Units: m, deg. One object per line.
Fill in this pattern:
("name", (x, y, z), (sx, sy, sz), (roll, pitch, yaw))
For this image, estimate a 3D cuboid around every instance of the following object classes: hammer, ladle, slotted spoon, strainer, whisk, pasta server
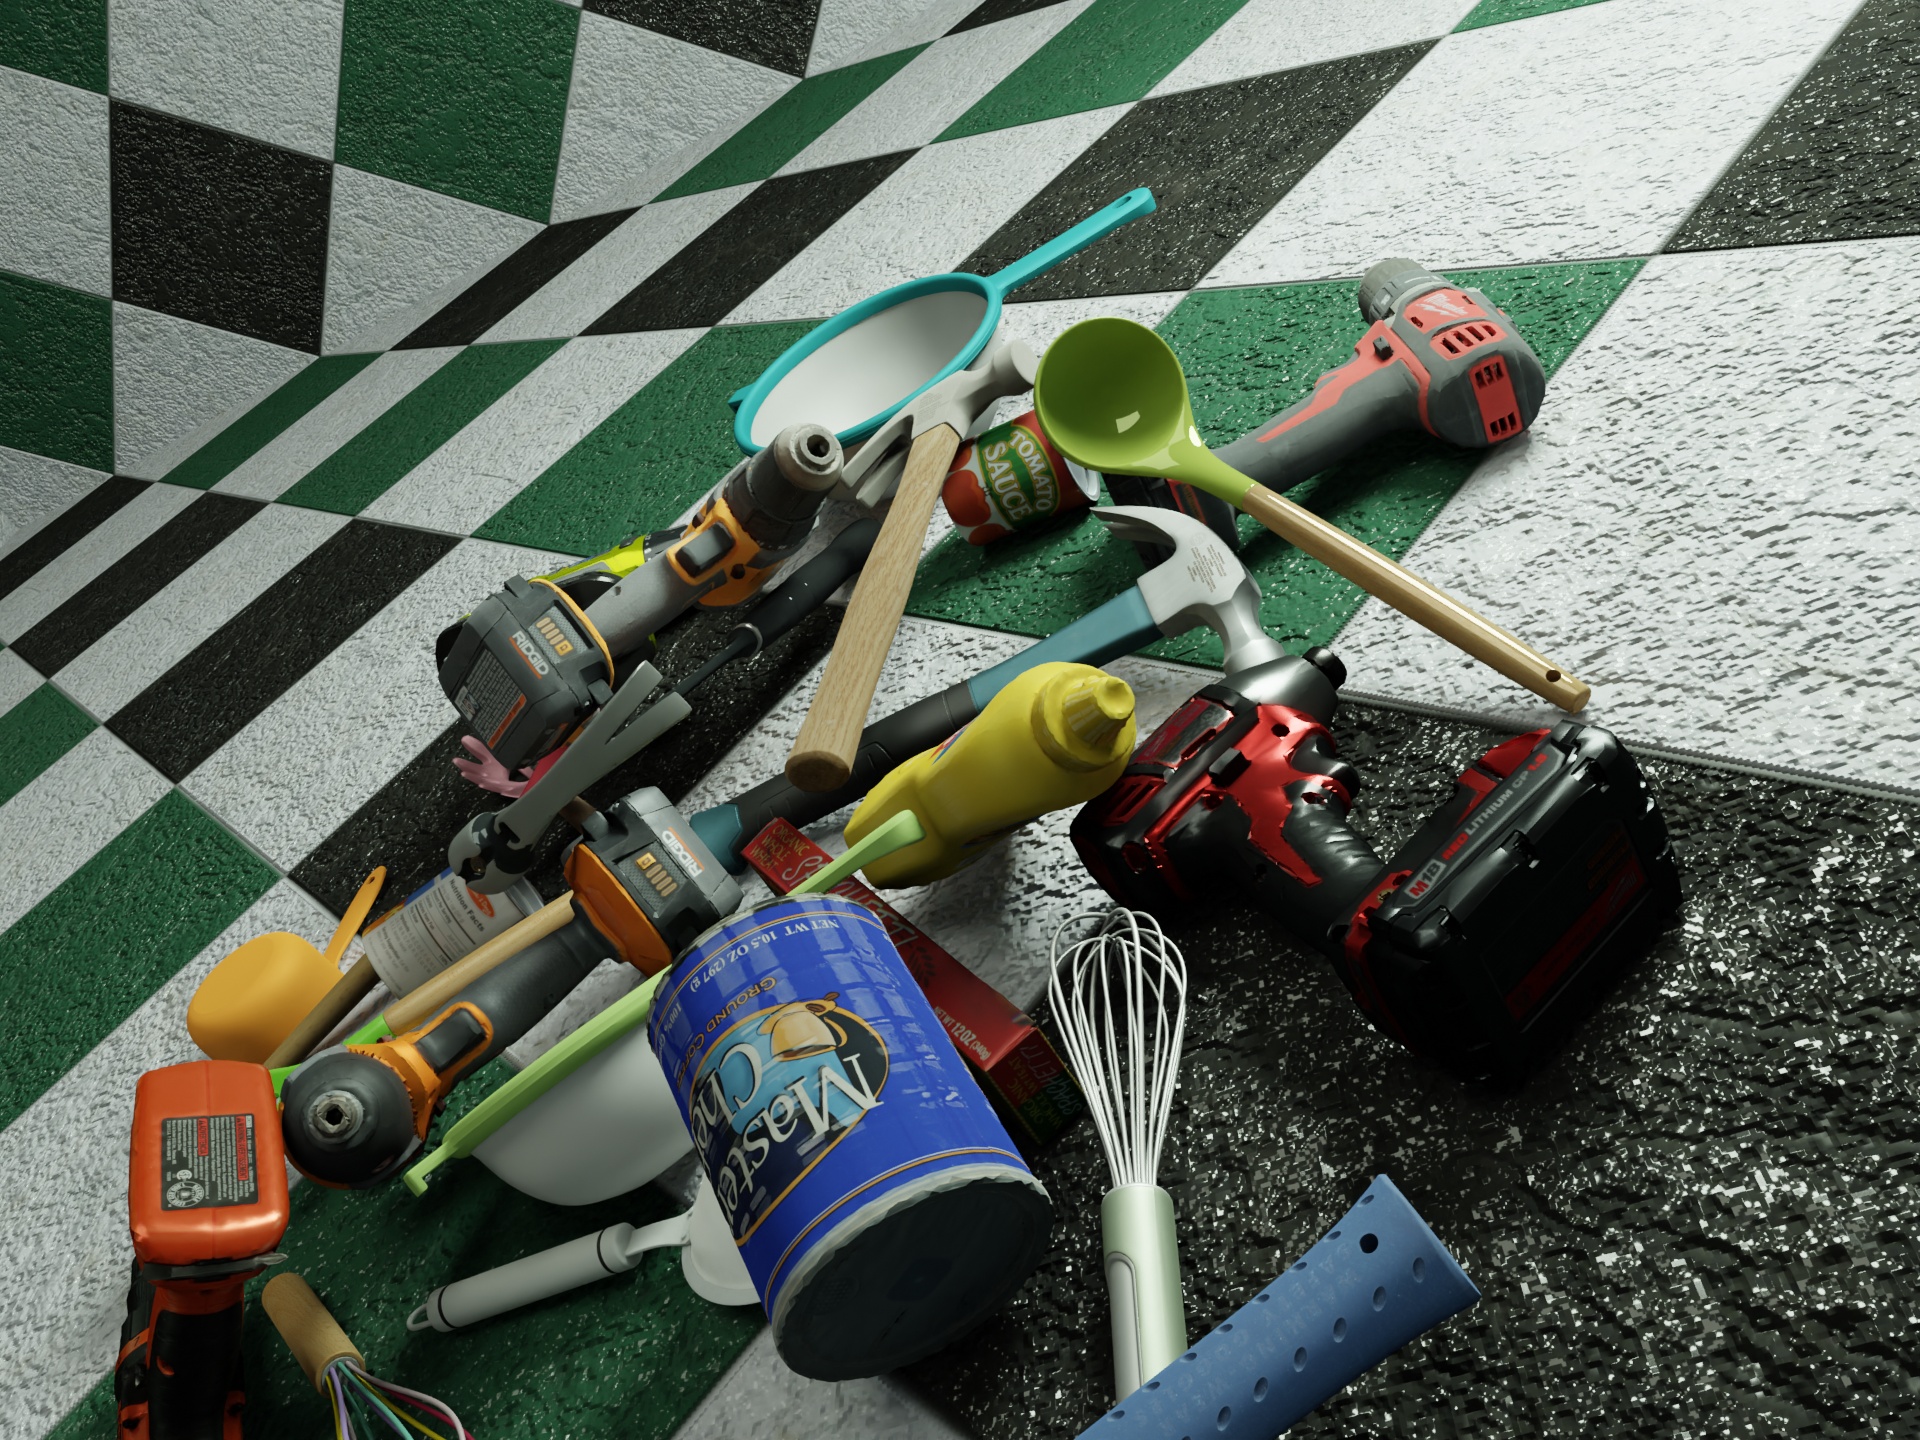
("hammer", (-0.024, 0.273, 0.446), (0.405, 0.035, 0.144), (-39, 31, 2))
("ladle", (0.150, -0.097, 0.728), (0.078, 0.062, 0.320), (-45, 53, -5))
("slotted spoon", (-0.281, 0.150, 0.851), (0.314, 0.031, 0.070), (-33, 35, -9))
("ladle", (-0.318, 0.111, 0.952), (0.315, 0.031, 0.069), (-48, 26, -7))
("hammer", (-0.127, -0.043, 0.898), (0.149, 0.036, 0.409), (-39, 6, 30))
("strainer", (-0.137, 0.217, 0.661), (0.258, 0.050, 0.087), (-25, 28, 20))
("whisk", (-0.253, 0.288, 0.675), (0.047, 0.051, 0.245), (-27, 20, -32))
("strainer", (-0.103, 0.134, 0.683), (0.256, 0.069, 0.151), (-36, -4, 16))
("hammer", (-0.039, -0.088, 0.881), (0.130, 0.031, 0.332), (-23, 34, 34))
("strainer", (0.005, -0.255, 1.136), (0.340, 0.095, 0.211), (-32, 34, -2))
("hammer", (-0.001, -0.003, 0.820), (0.331, 0.033, 0.128), (-28, 58, 18))
("pasta server", (-0.240, 0.054, 0.982), (0.060, 0.040, 0.316), (-49, 35, -12))
("whisk", (0.060, 0.161, 0.553), (0.247, 0.059, 0.057), (-89, 23, -49))

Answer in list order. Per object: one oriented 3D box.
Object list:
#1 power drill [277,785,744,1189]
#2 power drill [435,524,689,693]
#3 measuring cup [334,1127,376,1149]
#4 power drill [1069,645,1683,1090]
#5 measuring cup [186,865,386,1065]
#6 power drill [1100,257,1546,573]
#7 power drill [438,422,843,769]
("power drill", (-0.213, 0.131, 0.745), (0.226, 0.084, 0.164), (-39, -1, -19))
("power drill", (-0.242, -0.077, 1.089), (0.190, 0.080, 0.229), (-19, 16, 11))
("measuring cup", (-0.275, 0.182, 0.856), (0.062, 0.029, 0.156), (-6, 30, 47))
("power drill", (0.151, 0.038, 0.614), (0.143, 0.078, 0.220), (-42, 29, -14))
("measuring cup", (-0.421, 0.144, 1.007), (0.095, 0.052, 0.174), (-15, 38, 28))
("power drill", (0.186, -0.177, 0.879), (0.226, 0.080, 0.188), (-24, 32, 10))
("power drill", (-0.169, -0.078, 0.895), (0.226, 0.084, 0.185), (-39, 3, -32))
